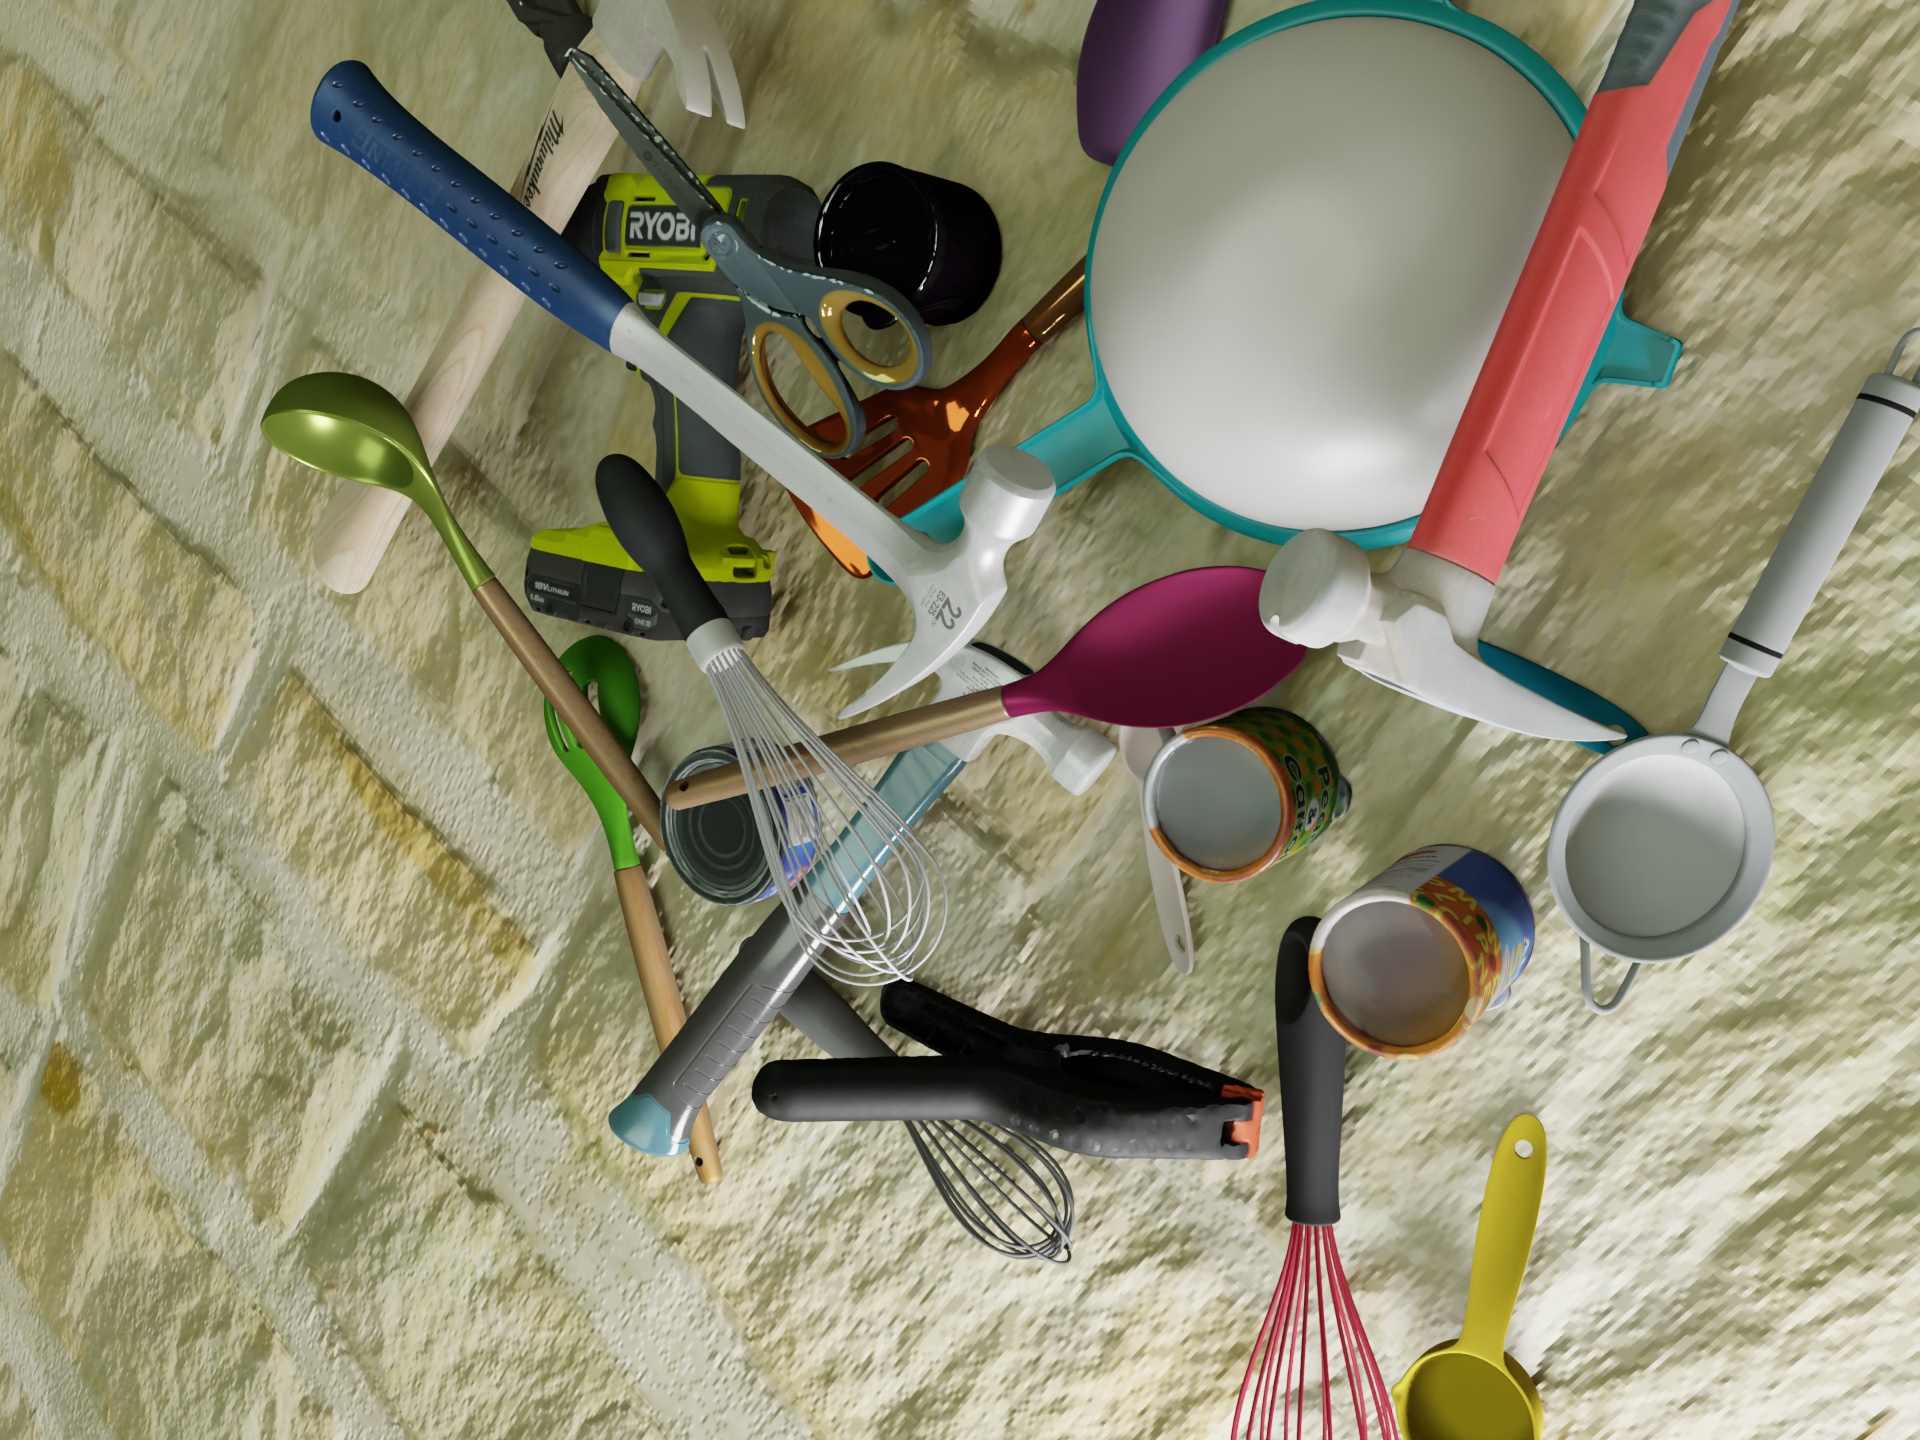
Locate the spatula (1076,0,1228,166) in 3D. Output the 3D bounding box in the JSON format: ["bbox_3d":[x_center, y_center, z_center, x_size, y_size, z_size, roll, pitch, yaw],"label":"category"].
[{"bbox_3d":[0.112,-0.379,0.631,0.060,0.018,0.315,28,112,22],"label":"spatula"}]

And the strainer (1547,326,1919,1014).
[{"bbox_3d":[0.278,-0.016,0.567,0.087,0.050,0.258,20,105,-10],"label":"strainer"}]

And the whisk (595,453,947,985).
[{"bbox_3d":[-0.093,-0.007,0.707,0.070,0.070,0.285,-42,70,30],"label":"whisk"}]

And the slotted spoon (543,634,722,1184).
[{"bbox_3d":[-0.178,0.107,0.888,0.070,0.031,0.314,-14,91,29],"label":"slotted spoon"}]

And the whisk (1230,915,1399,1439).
[{"bbox_3d":[0.151,0.231,0.679,0.073,0.073,0.296,0,92,33],"label":"whisk"}]

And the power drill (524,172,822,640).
[{"bbox_3d":[-0.154,-0.160,0.804,0.171,0.080,0.223,14,101,35],"label":"power drill"}]

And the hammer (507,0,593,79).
[{"bbox_3d":[-0.114,-0.478,0.751,0.359,0.036,0.149,-34,79,32],"label":"hammer"}]

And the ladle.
[{"bbox_3d":[-0.243,-0.043,0.830,0.320,0.062,0.078,56,147,-12],"label":"ladle"}]

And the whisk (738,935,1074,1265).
[{"bbox_3d":[-0.032,0.184,0.795,0.239,0.055,0.055,38,116,27],"label":"whisk"}]

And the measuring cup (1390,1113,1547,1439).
[{"bbox_3d":[0.222,0.237,0.657,0.062,0.029,0.156,12,92,30],"label":"measuring cup"}]

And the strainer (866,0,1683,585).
[{"bbox_3d":[0.081,-0.137,0.618,0.340,0.095,0.211,-29,88,26],"label":"strainer"}]

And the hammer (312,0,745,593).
[{"bbox_3d":[-0.242,-0.201,0.815,0.410,0.038,0.146,-47,59,34],"label":"hammer"}]

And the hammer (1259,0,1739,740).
[{"bbox_3d":[0.232,-0.184,0.528,0.386,0.143,0.038,-68,23,3],"label":"hammer"}]

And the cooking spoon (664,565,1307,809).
[{"bbox_3d":[-0.001,-0.002,0.704,0.319,0.017,0.069,-16,65,25],"label":"cooking spoon"}]

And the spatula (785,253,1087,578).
[{"bbox_3d":[0.045,-0.185,0.690,0.322,0.041,0.081,-39,80,30],"label":"spatula"}]

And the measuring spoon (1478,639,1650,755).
[{"bbox_3d":[0.208,-0.018,0.621,0.129,0.021,0.042,33,113,25],"label":"measuring spoon"}]

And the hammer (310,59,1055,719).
[{"bbox_3d":[-0.144,-0.162,0.704,0.406,0.035,0.144,40,127,14],"label":"hammer"}]

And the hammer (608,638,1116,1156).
[{"bbox_3d":[-0.072,0.096,0.777,0.128,0.033,0.331,41,109,11],"label":"hammer"}]

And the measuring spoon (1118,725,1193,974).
[{"bbox_3d":[0.095,0.053,0.712,0.034,0.018,0.124,6,109,62],"label":"measuring spoon"}]
